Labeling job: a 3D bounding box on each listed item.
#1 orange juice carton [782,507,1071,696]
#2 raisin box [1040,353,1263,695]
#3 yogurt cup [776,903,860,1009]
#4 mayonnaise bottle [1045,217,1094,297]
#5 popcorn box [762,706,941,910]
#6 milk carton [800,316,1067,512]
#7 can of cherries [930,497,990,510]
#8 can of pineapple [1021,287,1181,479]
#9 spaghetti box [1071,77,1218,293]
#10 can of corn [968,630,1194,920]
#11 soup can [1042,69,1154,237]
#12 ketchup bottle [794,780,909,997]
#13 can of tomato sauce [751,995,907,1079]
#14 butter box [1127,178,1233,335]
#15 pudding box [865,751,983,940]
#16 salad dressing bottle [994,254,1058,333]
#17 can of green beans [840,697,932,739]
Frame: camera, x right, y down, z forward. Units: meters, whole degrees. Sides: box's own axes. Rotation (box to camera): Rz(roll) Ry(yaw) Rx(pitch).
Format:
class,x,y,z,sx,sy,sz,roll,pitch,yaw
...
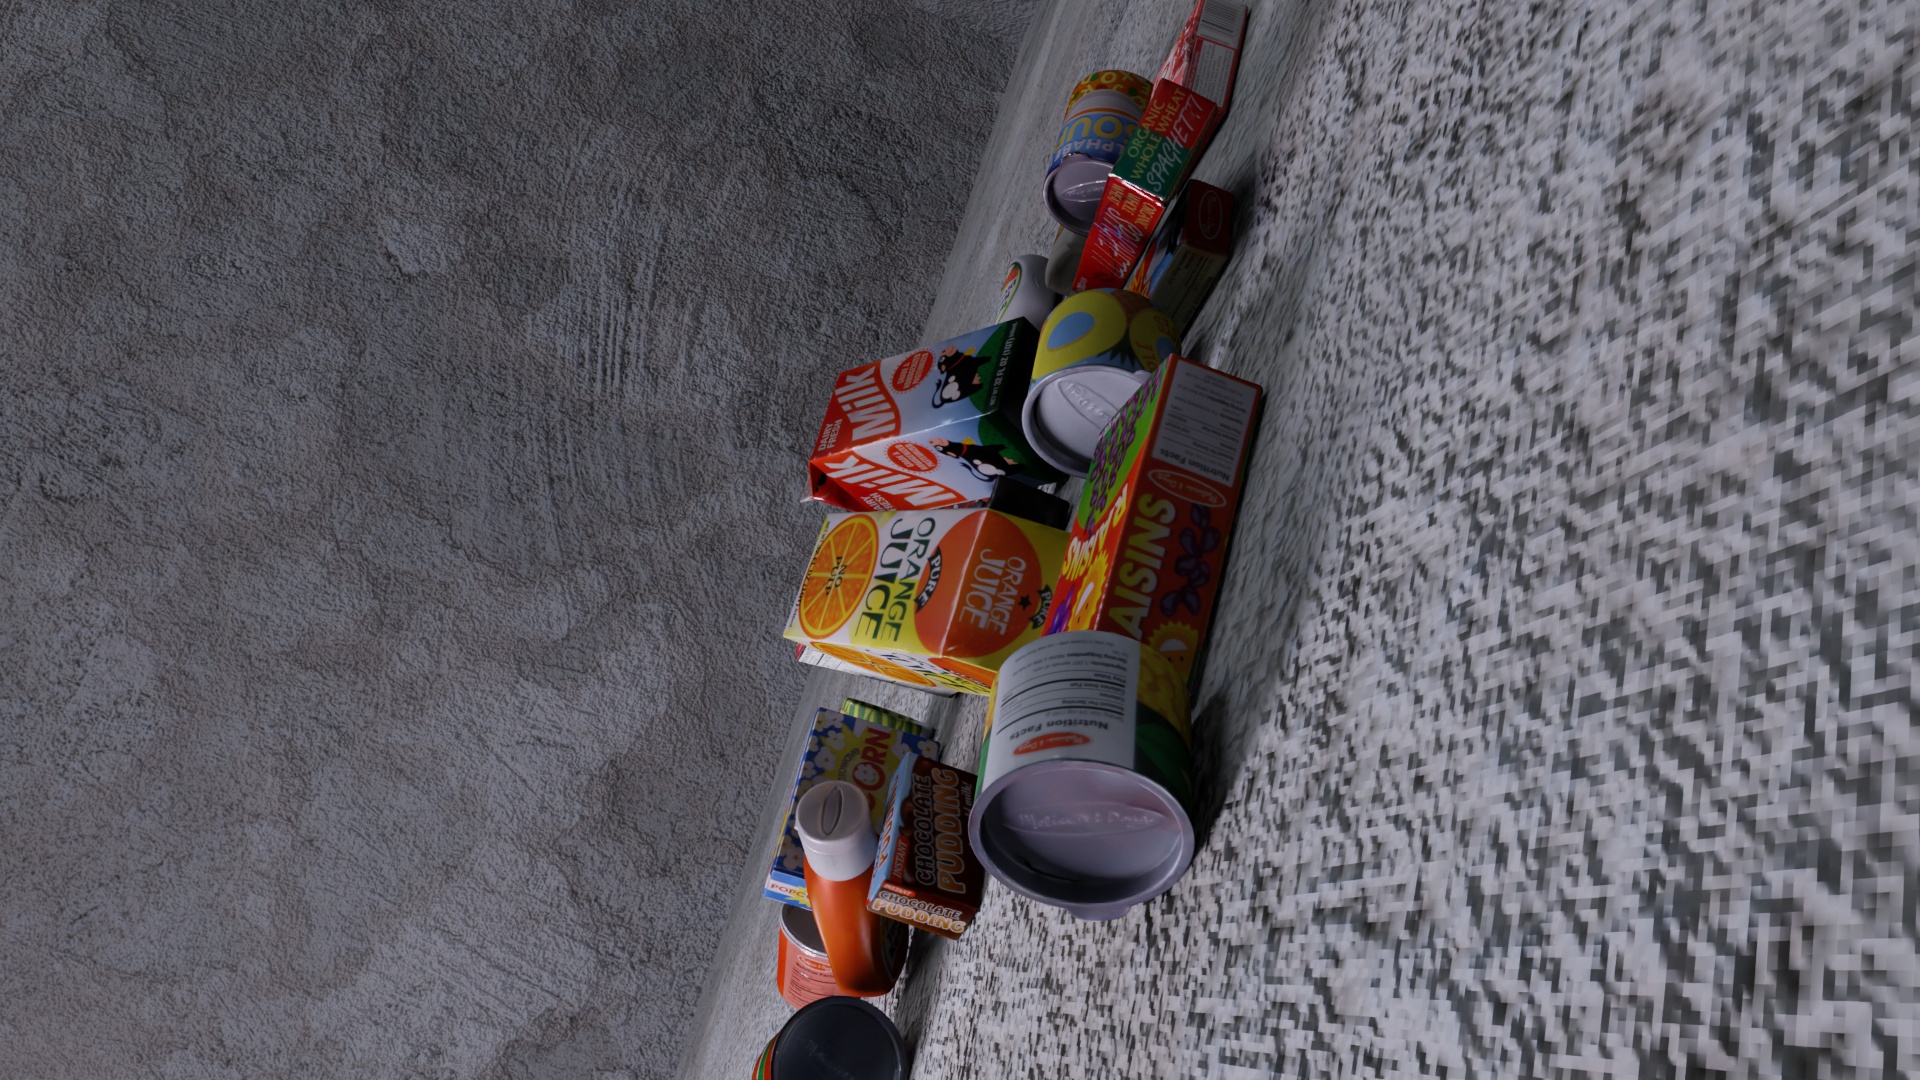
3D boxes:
class,x,y,z,sx,sy,sz,roll,pitch,yaw
orange juice carton,-0.002,0.031,0.670,0.192,0.073,0.072,0,68,55
raisin box,0.065,0.006,0.510,0.086,0.040,0.124,129,160,-68
yogurt cup,-0.083,0.258,0.868,0.072,0.072,0.053,-89,11,-69
mayonnaise bottle,0.095,-0.238,0.945,0.064,0.041,0.149,120,167,-64
popcorn box,-0.066,0.172,0.869,0.127,0.085,0.038,-78,9,-46
milk carton,-0.023,-0.068,0.860,0.190,0.073,0.073,-10,51,38
can of cherries,0.003,-0.011,0.911,0.071,0.071,0.058,-101,33,-77
can of pineapple,0.065,-0.070,0.615,0.070,0.071,0.058,117,170,-46
spaghetti box,0.086,-0.164,0.694,0.050,0.029,0.250,-61,-1,0
can of corn,0.039,0.072,0.430,0.058,0.071,0.070,-78,11,-52
soup can,0.092,-0.245,0.873,0.071,0.071,0.084,121,167,-59
ketchup bottle,-0.057,0.181,0.732,0.148,0.043,0.065,82,-169,-47
can of tomato sauce,-0.069,0.272,0.697,0.082,0.071,0.071,120,168,-59
butter box,0.096,-0.116,0.665,0.103,0.024,0.053,117,171,-47
pudding box,-0.014,0.149,0.684,0.084,0.050,0.030,-79,13,-53
salad dressing bottle,0.047,-0.162,1.093,0.064,0.044,0.148,120,167,-51
can of green beans,-0.059,0.147,0.965,0.071,0.071,0.058,166,124,-82
